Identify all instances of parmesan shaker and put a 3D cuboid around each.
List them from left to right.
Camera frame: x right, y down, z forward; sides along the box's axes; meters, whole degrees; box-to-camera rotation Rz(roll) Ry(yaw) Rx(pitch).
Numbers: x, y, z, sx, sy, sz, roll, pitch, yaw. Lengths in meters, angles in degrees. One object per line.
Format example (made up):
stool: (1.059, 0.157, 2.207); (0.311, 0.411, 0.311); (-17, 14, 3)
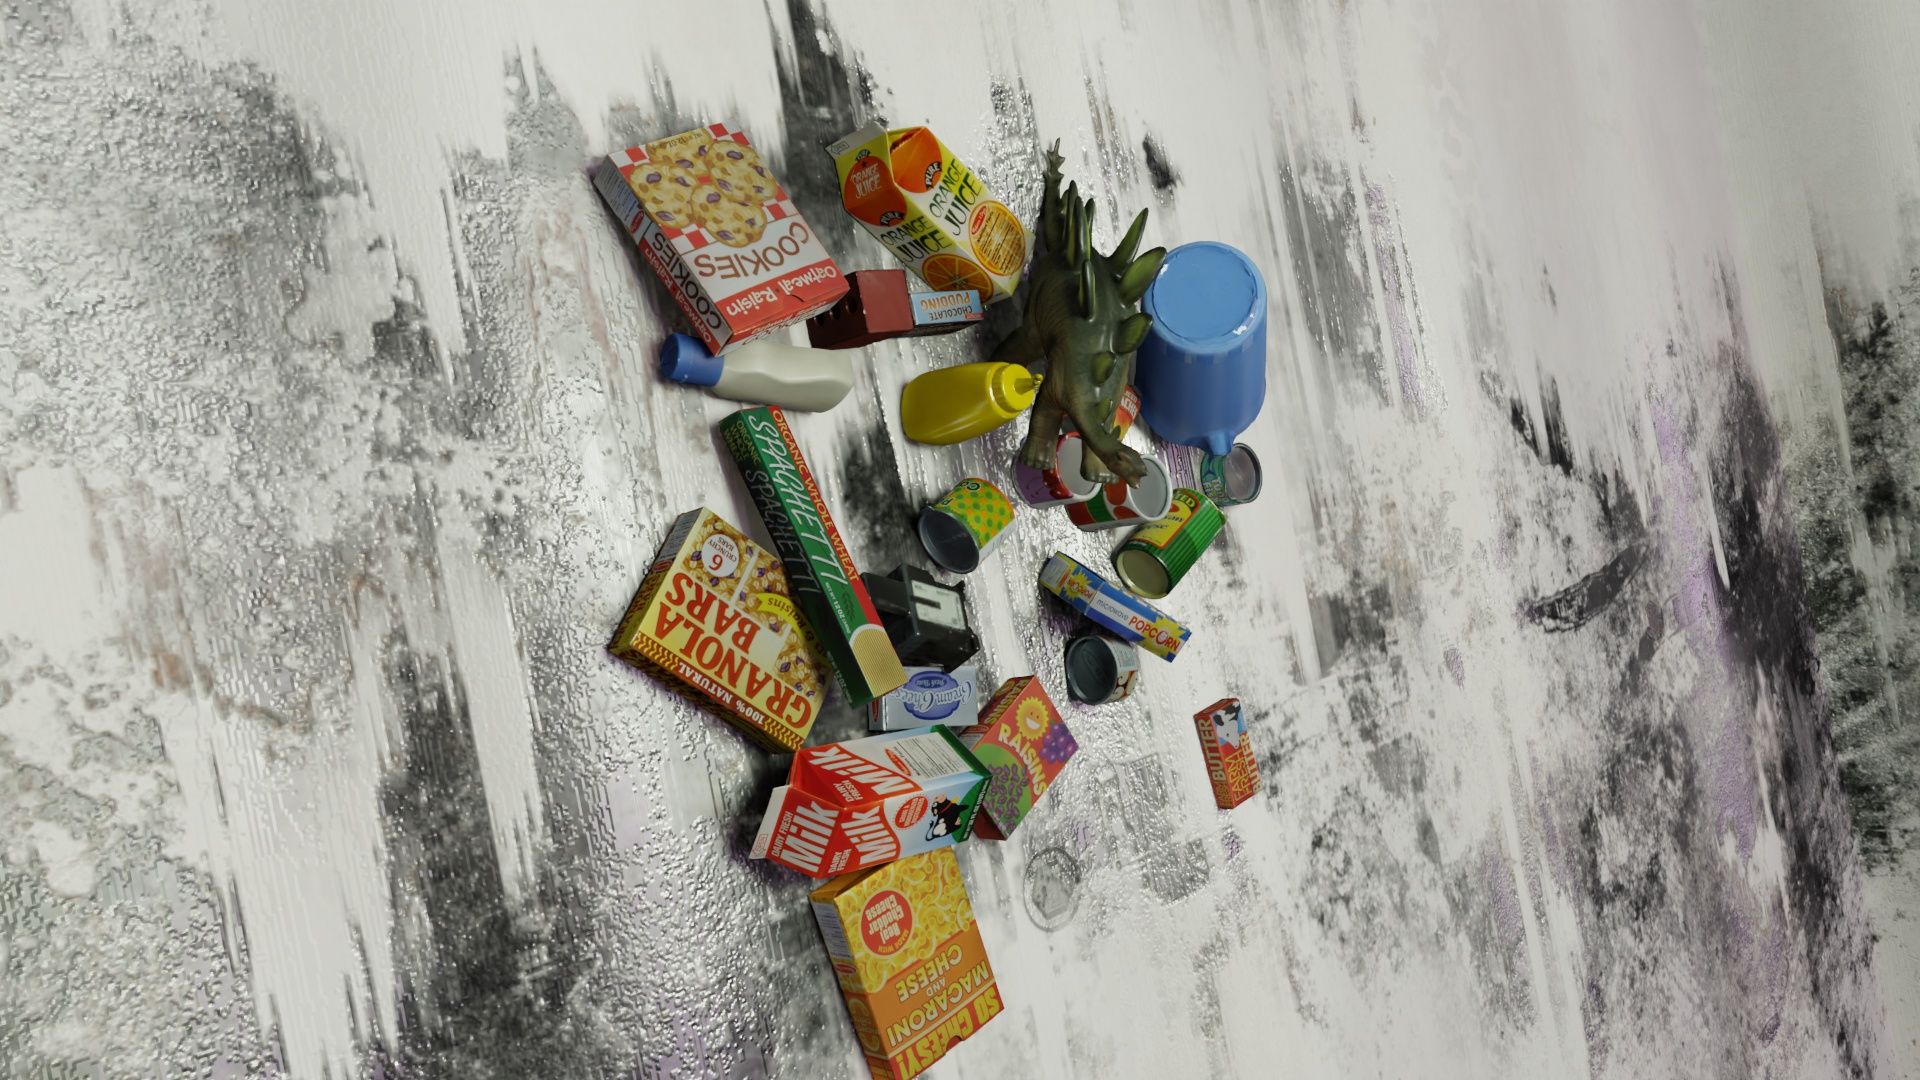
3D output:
parmesan shaker: (0.209, 0.003, 1.379); (0.103, 0.071, 0.071); (-45, 112, -36)

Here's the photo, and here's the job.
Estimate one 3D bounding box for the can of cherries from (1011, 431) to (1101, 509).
can of cherries: (0.090, -0.068, 1.297); (0.071, 0.058, 0.071); (7, 79, -40)

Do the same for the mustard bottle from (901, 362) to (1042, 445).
mustard bottle: (0.015, -0.120, 1.175); (0.049, 0.160, 0.065); (3, 83, -42)

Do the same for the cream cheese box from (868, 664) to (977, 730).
cream cheese box: (-0.031, 0.133, 1.183); (0.104, 0.024, 0.053); (3, 81, -40)

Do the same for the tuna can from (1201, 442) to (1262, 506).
tuna can: (0.289, -0.068, 1.485); (0.071, 0.032, 0.071); (8, 78, -40)

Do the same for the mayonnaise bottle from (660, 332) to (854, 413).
mayonnaise bottle: (-0.160, -0.134, 1.093); (0.148, 0.064, 0.041); (6, 66, -36)

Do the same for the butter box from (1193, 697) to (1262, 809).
butter box: (0.277, 0.220, 1.433); (0.053, 0.024, 0.103); (-19, 95, -42)

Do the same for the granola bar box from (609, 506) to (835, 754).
granola bar box: (-0.170, 0.071, 1.065); (0.165, 0.039, 0.125); (39, 59, -30)

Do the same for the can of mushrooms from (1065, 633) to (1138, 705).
can of mushrooms: (0.131, 0.122, 1.299); (0.033, 0.071, 0.071); (-2, 85, -42)

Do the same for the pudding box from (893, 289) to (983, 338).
pudding box: (-0.027, -0.199, 1.224); (0.084, 0.049, 0.030); (-11, 89, -42)

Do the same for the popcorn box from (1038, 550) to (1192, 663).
popcorn box: (0.144, 0.062, 1.302); (0.126, 0.085, 0.038); (29, 93, -34)

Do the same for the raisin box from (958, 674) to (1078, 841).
raisin box: (0.042, 0.191, 1.227); (0.124, 0.040, 0.086); (-45, 111, -36)

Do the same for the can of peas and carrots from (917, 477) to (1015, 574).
can of peas and carrots: (0.004, -0.015, 1.211); (0.059, 0.071, 0.071); (-42, 110, -37)

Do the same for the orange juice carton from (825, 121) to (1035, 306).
orange juice carton: (-0.029, -0.292, 1.223); (0.192, 0.071, 0.073); (38, 60, -30)

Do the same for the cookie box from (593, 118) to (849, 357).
cookie box: (-0.182, -0.236, 1.071); (0.123, 0.040, 0.167); (-32, 85, -40)

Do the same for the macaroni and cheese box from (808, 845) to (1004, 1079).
macaroni and cheese box: (-0.041, 0.337, 1.131); (0.124, 0.040, 0.166); (-24, 98, -40)

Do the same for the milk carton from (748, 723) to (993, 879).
milk carton: (-0.075, 0.204, 1.085); (0.191, 0.073, 0.072); (-3, 123, -41)

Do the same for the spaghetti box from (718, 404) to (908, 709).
spaghetti box: (-0.115, 0.009, 1.084); (0.050, 0.028, 0.250); (-18, 81, -57)

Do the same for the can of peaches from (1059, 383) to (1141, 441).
can of peaches: (0.133, -0.120, 1.335); (0.071, 0.071, 0.058); (46, 58, -26)

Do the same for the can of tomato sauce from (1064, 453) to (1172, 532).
can of tomato sauce: (0.150, -0.047, 1.329); (0.071, 0.083, 0.071); (7, 79, -40)
